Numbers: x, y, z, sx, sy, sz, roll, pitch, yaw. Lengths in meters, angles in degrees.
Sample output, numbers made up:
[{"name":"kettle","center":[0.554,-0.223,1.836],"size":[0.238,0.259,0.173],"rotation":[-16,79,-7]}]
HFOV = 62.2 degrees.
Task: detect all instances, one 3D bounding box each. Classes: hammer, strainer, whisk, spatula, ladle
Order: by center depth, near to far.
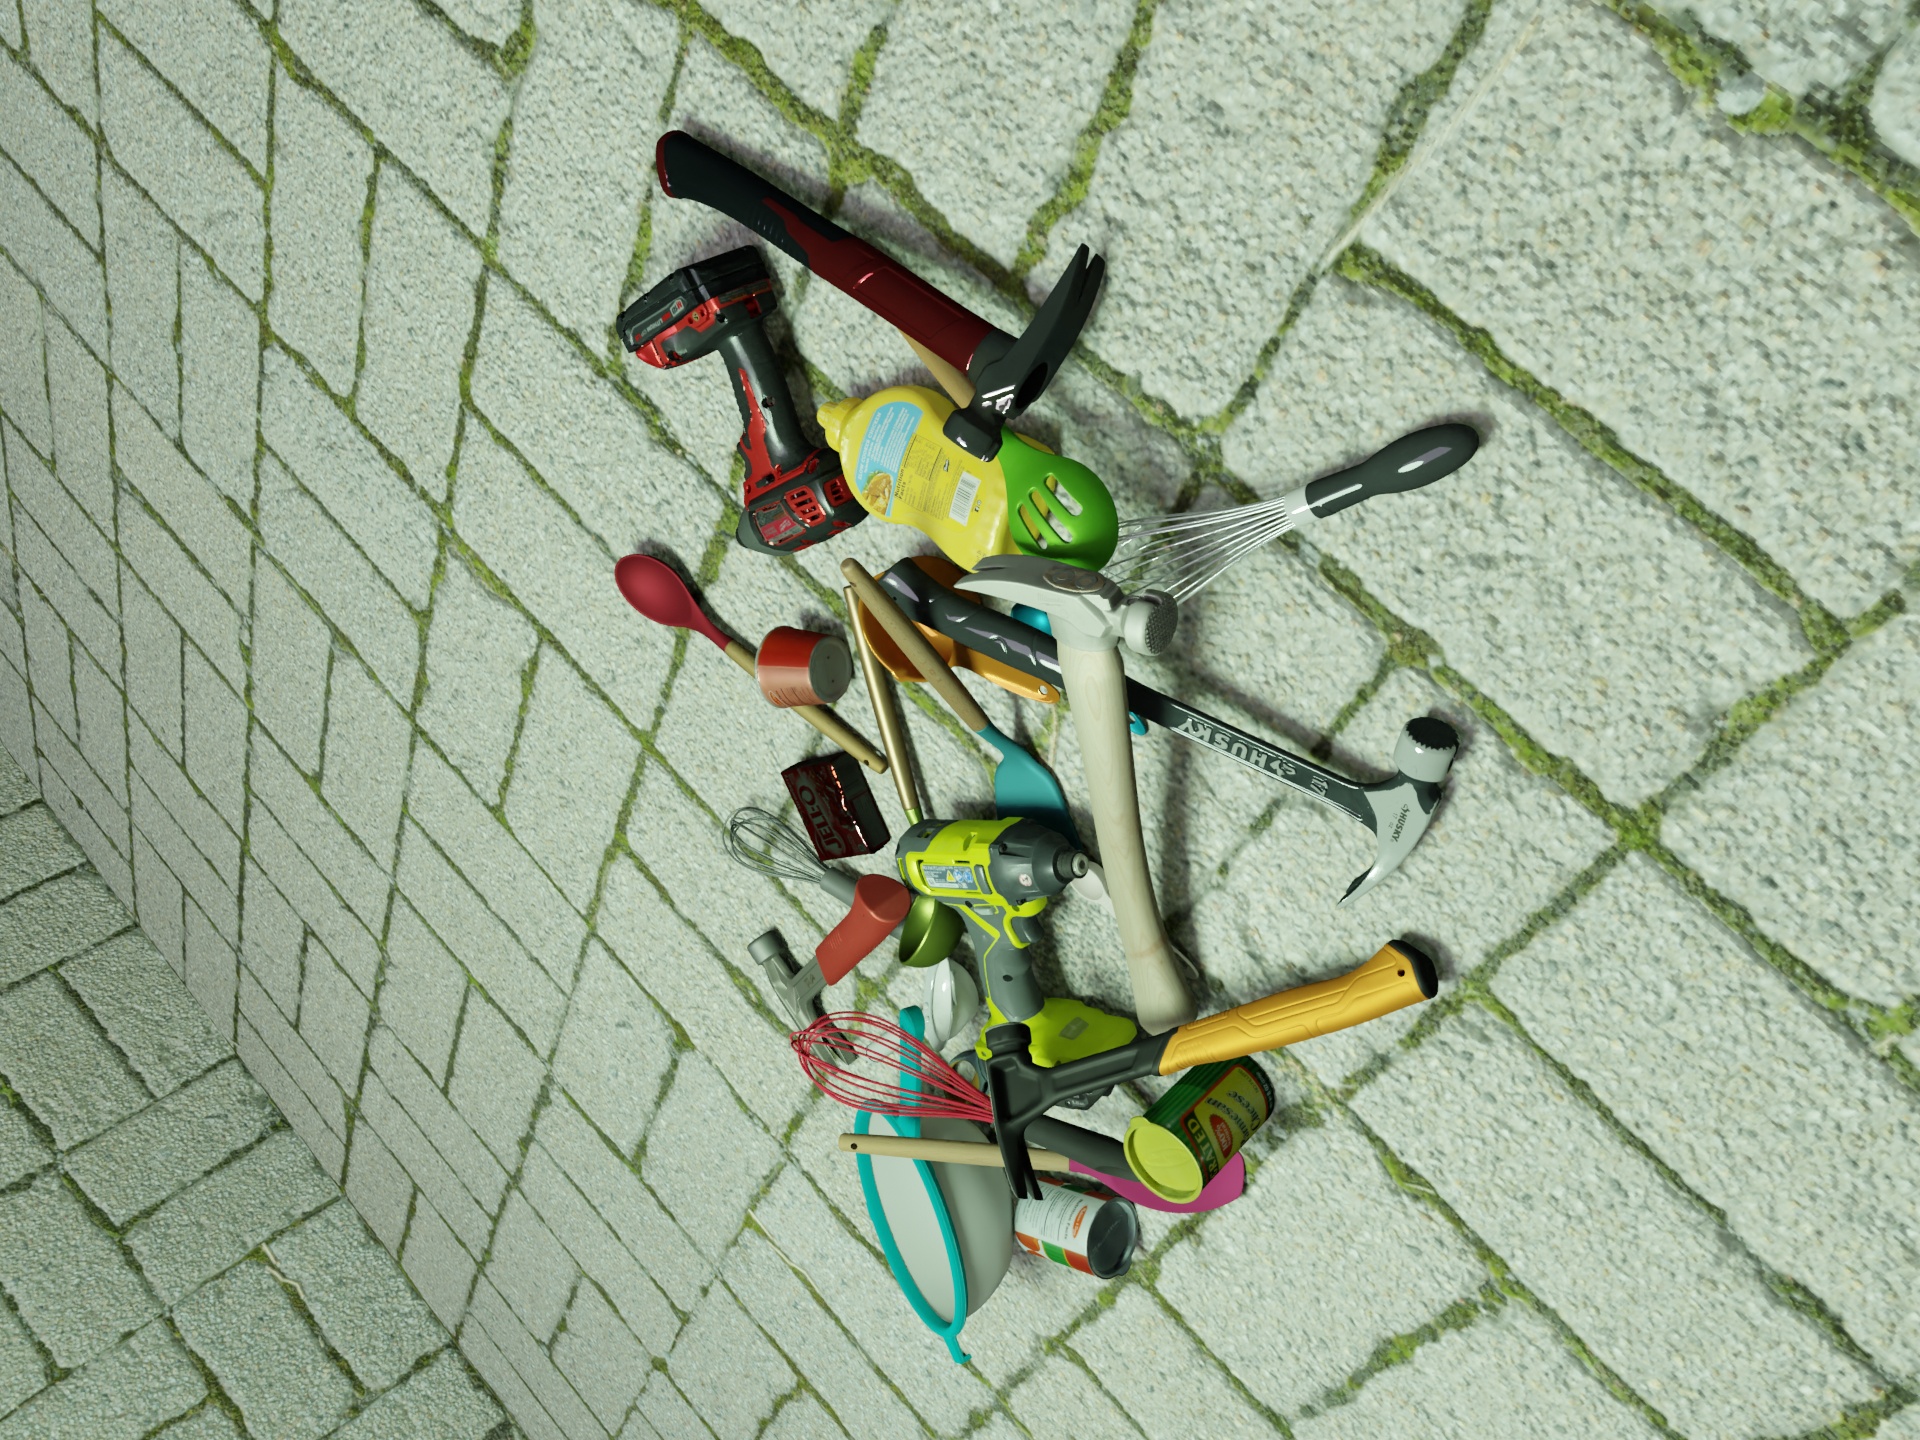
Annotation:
[{"name":"whisk","center":[0.179,-0.117,0.948],"size":[0.284,0.070,0.070],"rotation":[-19,99,43]},{"name":"hammer","center":[0.114,-0.012,1.047],"size":[0.409,0.036,0.149],"rotation":[26,132,22]},{"name":"hammer","center":[-0.075,-0.325,1.066],"size":[0.387,0.038,0.143],"rotation":[40,103,30]},{"name":"hammer","center":[0.100,0.068,1.075],"size":[0.146,0.038,0.410],"rotation":[18,139,35]},{"name":"hammer","center":[0.164,0.227,1.082],"size":[0.337,0.034,0.127],"rotation":[-25,59,28]},{"name":"spatula","center":[-0.002,-0.004,1.132],"size":[0.082,0.044,0.317],"rotation":[9,151,41]},{"name":"whisk","center":[0.009,0.291,1.210],"size":[0.296,0.073,0.073],"rotation":[21,132,1]},{"name":"ladle","center":[-0.058,0.048,1.278],"size":[0.078,0.062,0.320],"rotation":[-133,28,-75]},{"name":"ladle","center":[-0.180,-0.049,1.362],"size":[0.316,0.031,0.069],"rotation":[37,137,20]},{"name":"strainer","center":[-0.009,0.367,1.364],"size":[0.211,0.095,0.340],"rotation":[46,143,49]},{"name":"hammer","center":[-0.102,0.211,1.371],"size":[0.149,0.037,0.359],"rotation":[54,153,7]},{"name":"strainer","center":[-0.036,0.264,1.396],"size":[0.258,0.050,0.087],"rotation":[134,139,-54]},{"name":"whisk","center":[-0.117,0.142,1.399],"size":[0.239,0.055,0.055],"rotation":[27,130,26]}]

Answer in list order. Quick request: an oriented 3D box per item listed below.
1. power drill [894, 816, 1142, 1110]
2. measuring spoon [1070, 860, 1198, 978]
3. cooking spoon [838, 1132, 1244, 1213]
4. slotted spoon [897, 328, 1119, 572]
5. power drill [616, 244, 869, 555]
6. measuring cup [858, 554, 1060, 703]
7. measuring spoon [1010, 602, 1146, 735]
[{"name":"power drill","center":[0.053,0.180,1.216],"size":[0.171,0.080,0.223],"rotation":[-2,114,45]},{"name":"measuring spoon","center":[0.131,0.146,1.183],"size":[0.124,0.018,0.034],"rotation":[41,144,10]},{"name":"cooking spoon","center":[0.060,0.343,1.246],"size":[0.319,0.017,0.068],"rotation":[2,103,9]},{"name":"slotted spoon","center":[0.000,-0.215,1.040],"size":[0.070,0.031,0.314],"rotation":[-46,64,24]},{"name":"power drill","center":[-0.162,-0.230,1.203],"size":[0.143,0.078,0.219],"rotation":[-17,104,49]},{"name":"measuring cup","center":[0.009,-0.060,1.153],"size":[0.174,0.052,0.095],"rotation":[26,129,22]},{"name":"measuring spoon","center":[0.088,-0.040,1.115],"size":[0.128,0.021,0.042],"rotation":[45,146,2]}]
